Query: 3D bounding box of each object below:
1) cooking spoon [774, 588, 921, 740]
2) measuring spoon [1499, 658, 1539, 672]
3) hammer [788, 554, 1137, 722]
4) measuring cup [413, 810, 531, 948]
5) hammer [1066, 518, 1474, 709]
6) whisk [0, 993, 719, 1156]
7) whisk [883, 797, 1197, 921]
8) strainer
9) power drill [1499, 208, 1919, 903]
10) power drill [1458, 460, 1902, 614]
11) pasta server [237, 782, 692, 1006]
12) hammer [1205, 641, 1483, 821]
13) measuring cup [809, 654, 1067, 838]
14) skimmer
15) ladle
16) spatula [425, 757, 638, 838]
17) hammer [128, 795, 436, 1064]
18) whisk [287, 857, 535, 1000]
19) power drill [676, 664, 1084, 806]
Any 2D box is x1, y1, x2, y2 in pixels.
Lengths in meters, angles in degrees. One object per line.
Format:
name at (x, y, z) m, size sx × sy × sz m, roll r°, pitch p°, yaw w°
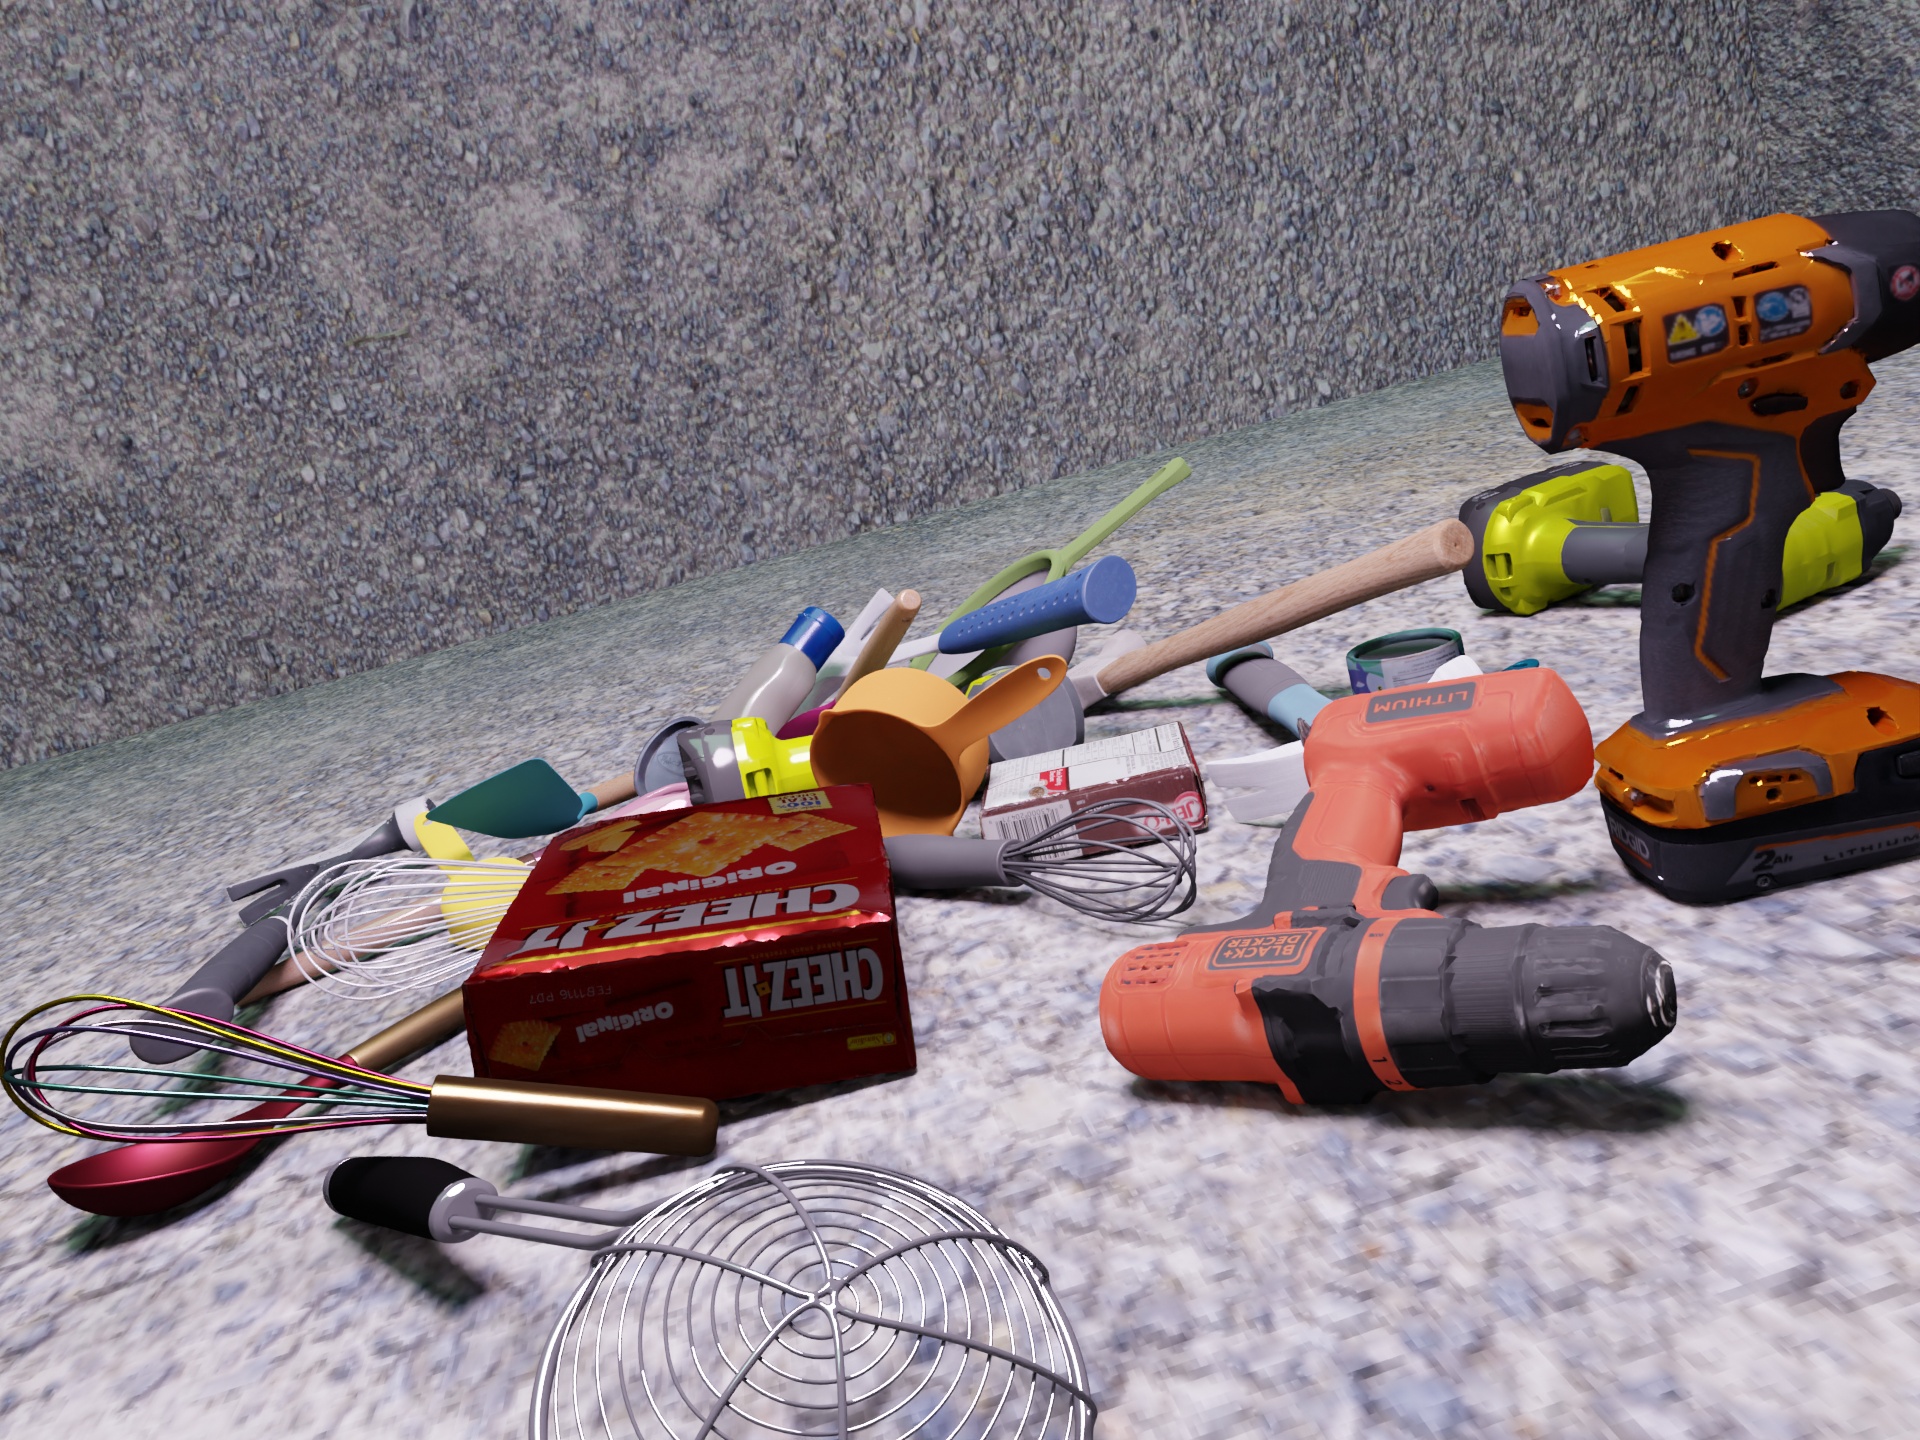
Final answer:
cooking spoon at (-0.068, -0.020, 1.016) m, size 0.068 × 0.017 × 0.318 m, roll -6°, pitch -16°, yaw -17°
measuring spoon at (0.279, -0.019, 0.865) m, size 0.128 × 0.021 × 0.042 m, roll -26°, pitch 17°, yaw -38°
hammer at (-0.008, -0.059, 1.079) m, size 0.144 × 0.035 × 0.405 m, roll -51°, pitch 18°, yaw -24°
measuring cup at (-0.301, 0.083, 0.956) m, size 0.062 × 0.029 × 0.157 m, roll -29°, pitch 40°, yaw -24°
hammer at (0.165, -0.055, 0.966) m, size 0.130 × 0.031 × 0.331 m, roll -36°, pitch 9°, yaw -37°
whisk at (-0.207, 0.130, 0.557) m, size 0.245 × 0.047 × 0.051 m, roll 7°, pitch -18°, yaw -8°
whisk at (0.022, 0.065, 0.745) m, size 0.055 × 0.055 × 0.239 m, roll -24°, pitch 11°, yaw -37°
strainer at (0.074, -0.081, 1.128) m, size 0.256 × 0.069 × 0.152 m, roll -39°, pitch 17°, yaw 9°
power drill at (0.295, -0.064, 0.566) m, size 0.164 × 0.226 × 0.084 m, roll -14°, pitch 12°, yaw 4°
power drill at (0.435, -0.111, 0.976) m, size 0.171 × 0.080 × 0.223 m, roll -21°, pitch 18°, yaw -22°
pasta server at (-0.284, 0.106, 0.978) m, size 0.316 × 0.040 × 0.060 m, roll -24°, pitch 15°, yaw -21°
hammer at (0.182, -0.012, 0.881) m, size 0.128 × 0.033 × 0.331 m, roll -29°, pitch 8°, yaw 4°
measuring cup at (-0.001, -0.003, 0.801) m, size 0.173 × 0.095 × 0.052 m, roll -33°, pitch 16°, yaw 39°
skimmer at (-0.112, 0.174, 0.467) m, size 0.127 × 0.090 × 0.363 m, roll -29°, pitch 8°, yaw -38°
ladle at (-0.269, 0.152, 0.754) m, size 0.069 × 0.031 × 0.315 m, roll -3°, pitch 15°, yaw 35°
spatula at (-0.247, 0.041, 1.081) m, size 0.082 × 0.044 × 0.317 m, roll -27°, pitch 1°, yaw 11°
hammer at (-0.411, 0.123, 0.950) m, size 0.149 × 0.036 × 0.409 m, roll -24°, pitch 11°, yaw -6°
whisk at (-0.194, 0.087, 0.820) m, size 0.284 × 0.070 × 0.070 m, roll -8°, pitch 8°, yaw -26°
power drill at (-0.046, 0.017, 0.960) m, size 0.228 × 0.080 × 0.190 m, roll -13°, pitch 2°, yaw -4°
